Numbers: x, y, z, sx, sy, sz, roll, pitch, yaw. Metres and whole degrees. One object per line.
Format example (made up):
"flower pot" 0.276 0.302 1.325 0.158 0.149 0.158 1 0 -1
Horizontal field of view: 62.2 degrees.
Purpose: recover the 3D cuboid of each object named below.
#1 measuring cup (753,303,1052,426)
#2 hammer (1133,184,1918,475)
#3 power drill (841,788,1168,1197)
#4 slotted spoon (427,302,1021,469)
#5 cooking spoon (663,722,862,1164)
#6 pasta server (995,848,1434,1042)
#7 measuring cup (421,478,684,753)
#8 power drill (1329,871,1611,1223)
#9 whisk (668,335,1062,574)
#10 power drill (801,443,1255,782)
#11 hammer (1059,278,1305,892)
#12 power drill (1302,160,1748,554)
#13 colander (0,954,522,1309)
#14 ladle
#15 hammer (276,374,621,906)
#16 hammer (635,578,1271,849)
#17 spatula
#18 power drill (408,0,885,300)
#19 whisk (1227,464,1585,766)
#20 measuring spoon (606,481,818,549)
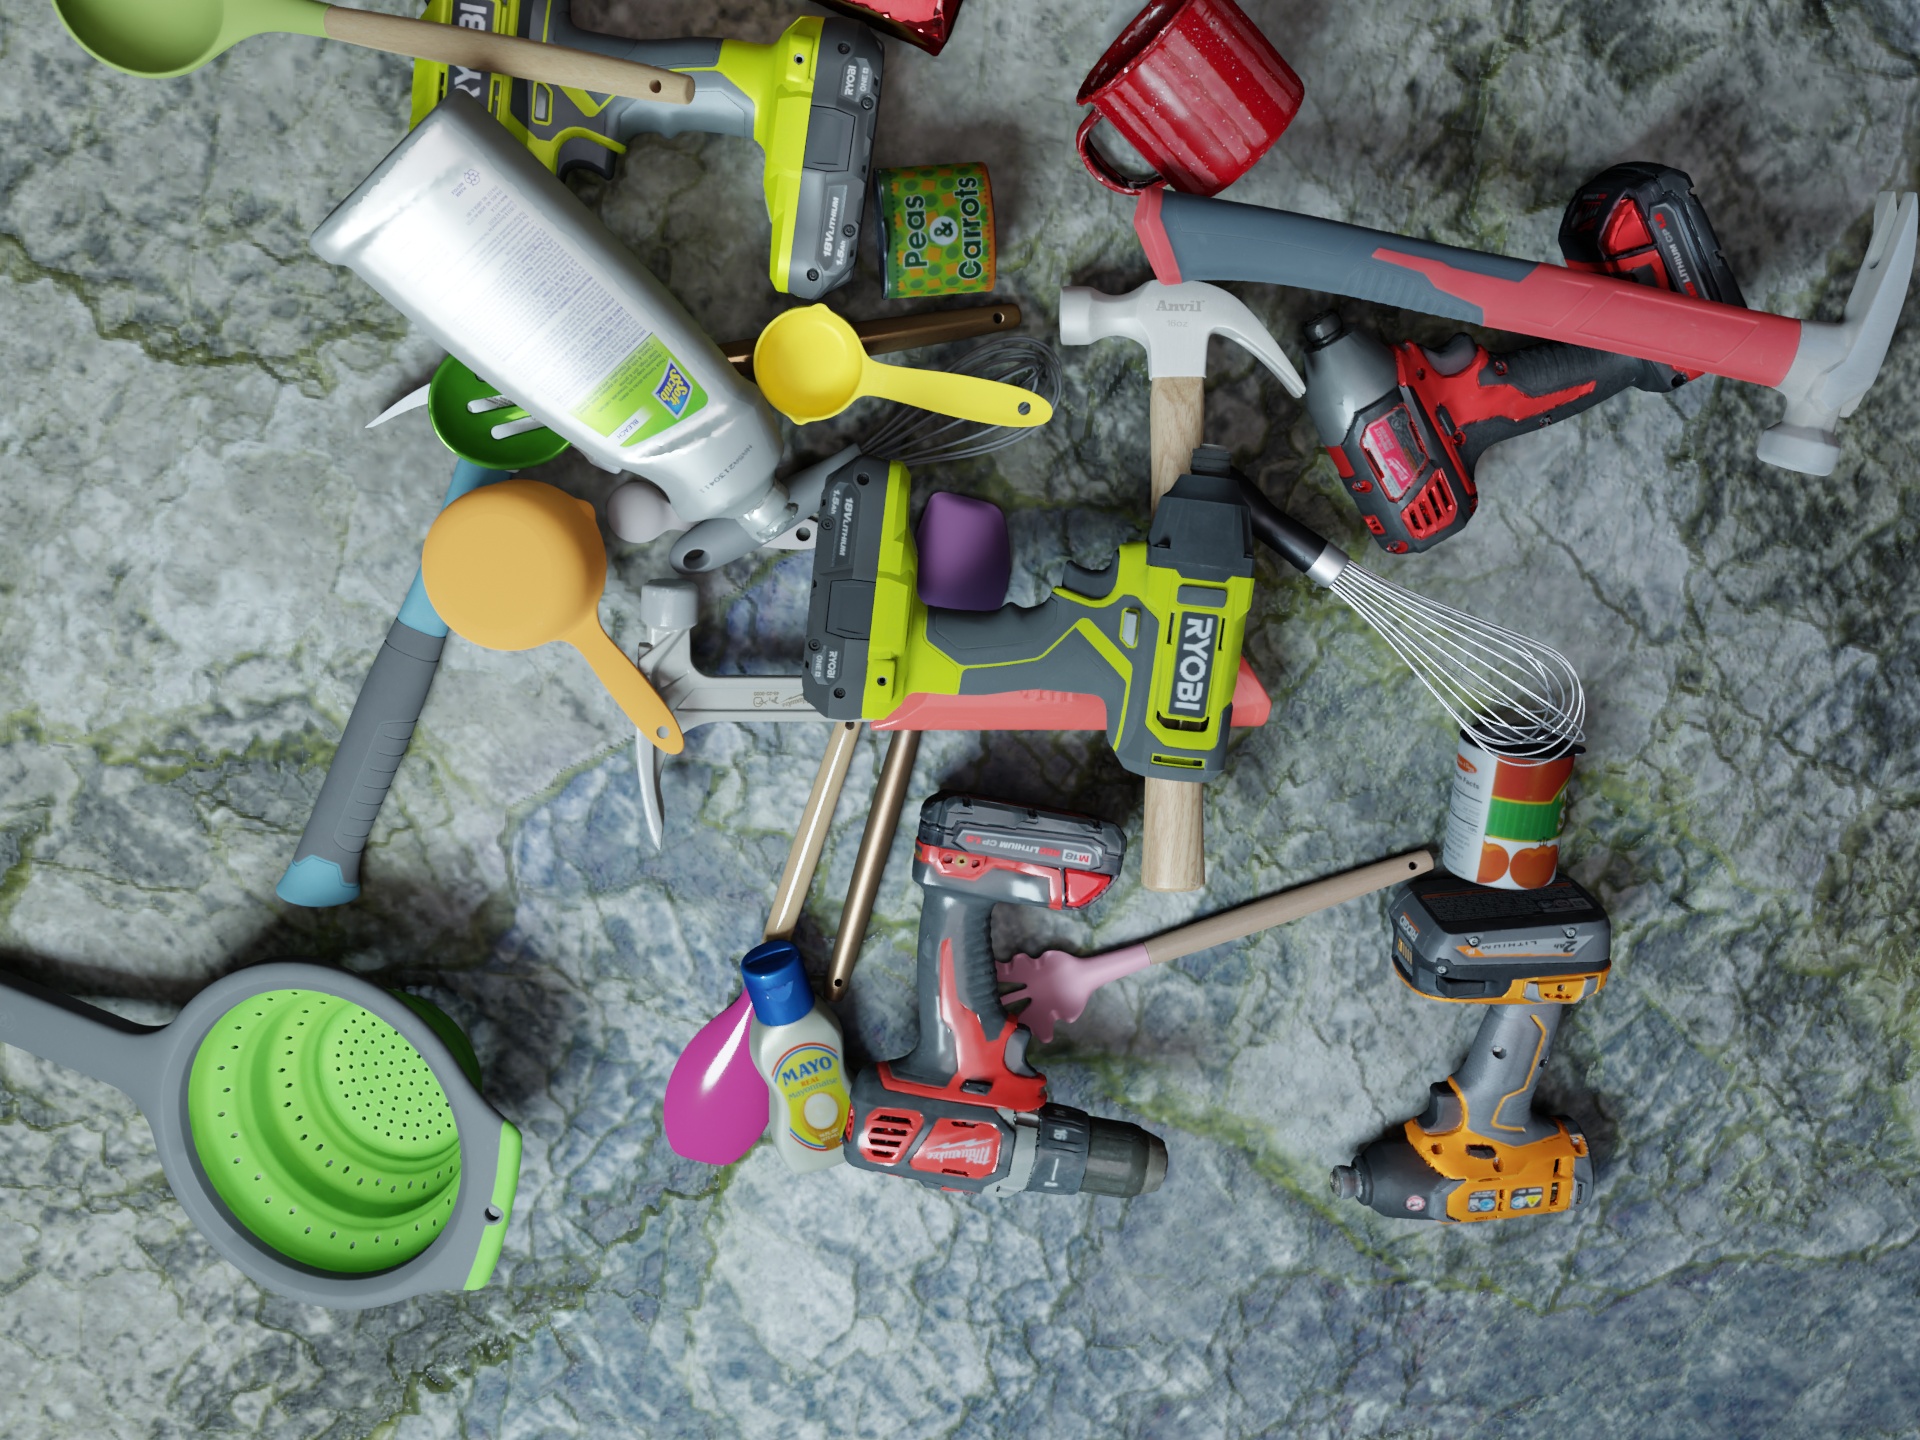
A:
"measuring cup" -0.029 -0.176 0.826 0.156 0.029 0.062 10 110 -10
"hammer" 0.281 -0.231 0.802 0.386 0.038 0.143 11 108 -4
"power drill" 0.041 0.164 0.916 0.188 0.080 0.227 10 90 -4
"slotted spoon" -0.118 -0.188 0.837 0.313 0.031 0.070 -12 106 -11
"cooking spoon" -0.112 0.133 0.957 0.068 0.017 0.319 17 105 -12
"pasta server" 0.141 0.135 0.973 0.316 0.040 0.060 -18 90 -1
"measuring cup" -0.206 -0.047 0.825 0.095 0.052 0.173 -38 95 9
"power drill" 0.315 0.215 0.994 0.164 0.084 0.226 -4 111 -4
"whisk" -0.052 -0.138 0.864 0.239 0.055 0.055 -27 107 3
"power drill" 0.037 -0.066 0.820 0.223 0.080 0.171 6 98 -3
"hammer" 0.120 -0.071 0.869 0.130 0.031 0.331 0 96 5
"power drill" 0.297 -0.203 0.870 0.219 0.079 0.143 -32 107 7
"colander" -0.420 0.194 0.919 0.397 0.094 0.204 19 105 8
"ladle" -0.275 -0.317 0.735 0.320 0.062 0.078 15 120 13
"hammer" -0.301 -0.039 0.879 0.128 0.033 0.331 24 103 -13
"hammer" -0.001 -0.003 0.902 0.359 0.037 0.149 0 106 -9
"spatula" -0.033 0.023 0.932 0.059 0.018 0.316 14 104 -11
"power drill" -0.161 -0.281 0.799 0.228 0.080 0.190 8 104 -5
"whisk" 0.233 -0.069 0.895 0.284 0.070 0.070 35 101 -1
"measuring spoon" -0.134 -0.109 0.882 0.124 0.018 0.034 6 106 -8
